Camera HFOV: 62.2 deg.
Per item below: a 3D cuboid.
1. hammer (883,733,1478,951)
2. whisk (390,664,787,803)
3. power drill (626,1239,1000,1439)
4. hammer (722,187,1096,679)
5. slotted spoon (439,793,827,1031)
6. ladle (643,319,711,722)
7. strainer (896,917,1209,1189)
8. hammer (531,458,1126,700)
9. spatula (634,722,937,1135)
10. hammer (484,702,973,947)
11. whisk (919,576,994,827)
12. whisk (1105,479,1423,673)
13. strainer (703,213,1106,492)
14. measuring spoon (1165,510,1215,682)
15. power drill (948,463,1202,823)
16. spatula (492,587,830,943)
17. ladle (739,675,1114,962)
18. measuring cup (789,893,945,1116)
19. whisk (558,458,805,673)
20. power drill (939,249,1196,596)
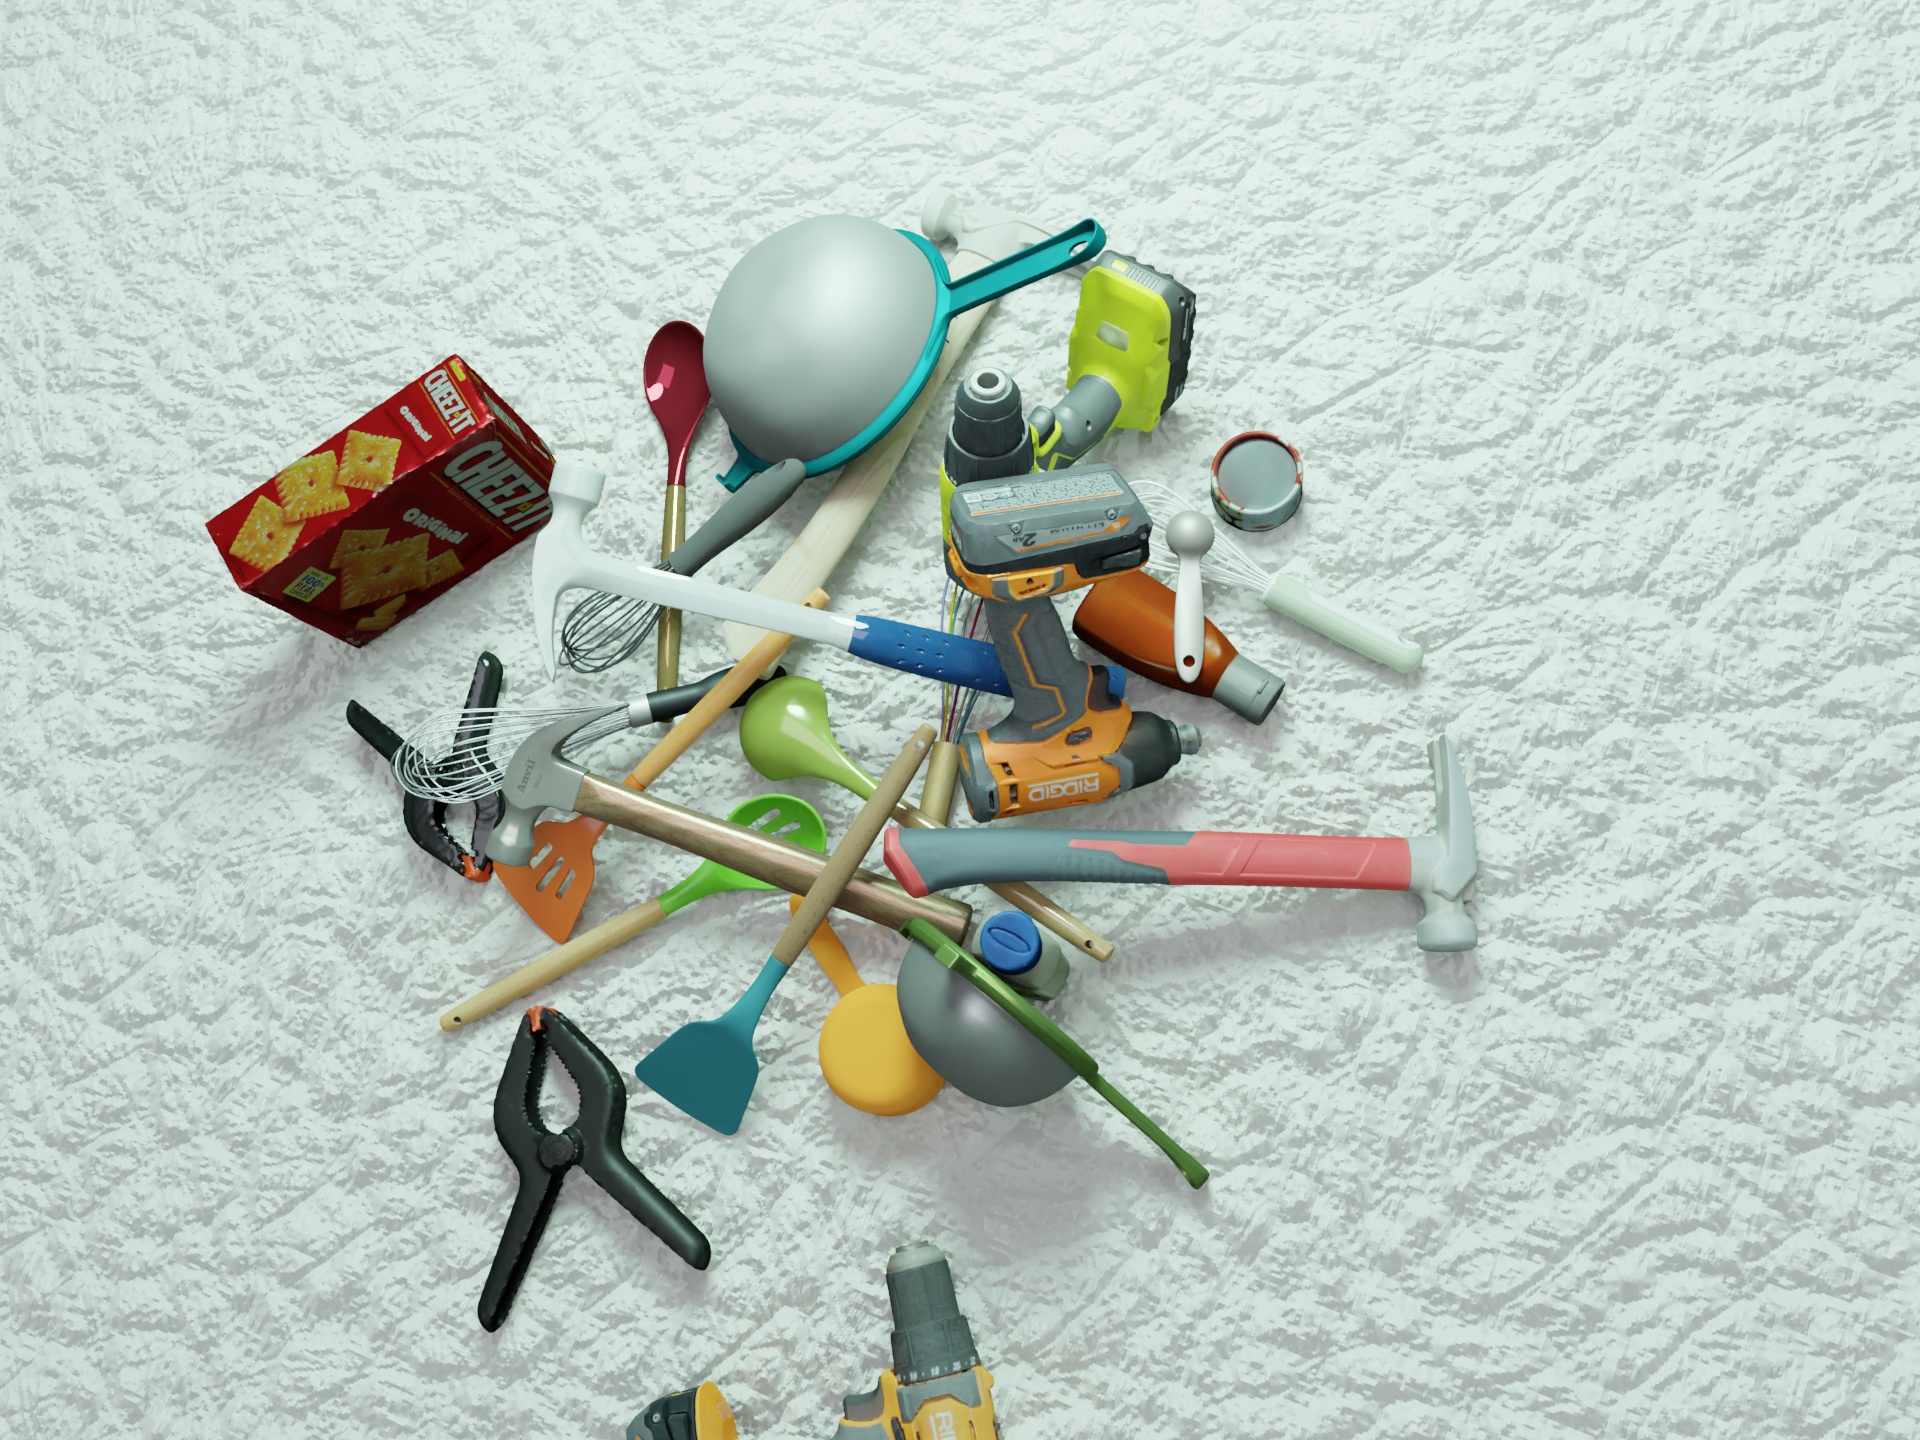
[{"bbox_3d":[0.143,0.074,1.035,0.386,0.038,0.143,2,74,-5],"label":"hammer"},{"bbox_3d":[-0.262,0.001,1.137,0.284,0.070,0.070,-15,72,-11],"label":"whisk"},{"bbox_3d":[-0.089,0.442,1.000,0.226,0.084,0.185,-13,73,1],"label":"power drill"},{"bbox_3d":[-0.046,-0.207,1.176,0.146,0.038,0.411,25,76,14],"label":"hammer"},{"bbox_3d":[-0.234,0.142,1.130,0.314,0.031,0.070,-29,101,3],"label":"slotted spoon"},{"bbox_3d":[-0.217,-0.153,1.209,0.069,0.031,0.315,-7,75,29],"label":"ladle"},{"bbox_3d":[0.048,0.231,1.009,0.256,0.151,0.069,42,81,-8],"label":"strainer"},{"bbox_3d":[-0.086,-0.055,1.071,0.405,0.035,0.144,13,86,-11],"label":"hammer"},{"bbox_3d":[-0.106,0.136,1.065,0.082,0.044,0.317,33,92,-1],"label":"spatula"},{"bbox_3d":[-0.150,0.085,1.086,0.331,0.031,0.130,20,97,0],"label":"hammer"},{"bbox_3d":[0.000,-0.003,1.128,0.051,0.047,0.245,9,81,23],"label":"whisk"},{"bbox_3d":[0.211,-0.098,1.115,0.246,0.058,0.059,29,116,11],"label":"whisk"},{"bbox_3d":[-0.065,-0.299,1.111,0.340,0.095,0.211,-13,60,35],"label":"strainer"},{"bbox_3d":[0.157,-0.087,1.086,0.034,0.018,0.124,2,76,4],"label":"measuring spoon"},{"bbox_3d":[0.075,-0.045,1.027,0.164,0.226,0.084,-9,31,-7],"label":"power drill"},{"bbox_3d":[-0.207,0.025,1.120,0.322,0.041,0.081,-44,82,6],"label":"spatula"},{"bbox_3d":[-0.026,0.069,1.087,0.320,0.062,0.078,33,96,19],"label":"ladle"},{"bbox_3d":[-0.074,0.187,1.078,0.095,0.052,0.174,-34,74,-1],"label":"measuring cup"},{"bbox_3d":[-0.204,-0.112,1.152,0.239,0.055,0.055,-37,72,16],"label":"whisk"},{"bbox_3d":[0.066,-0.212,1.077,0.080,0.190,0.228,31,64,19],"label":"power drill"}]
